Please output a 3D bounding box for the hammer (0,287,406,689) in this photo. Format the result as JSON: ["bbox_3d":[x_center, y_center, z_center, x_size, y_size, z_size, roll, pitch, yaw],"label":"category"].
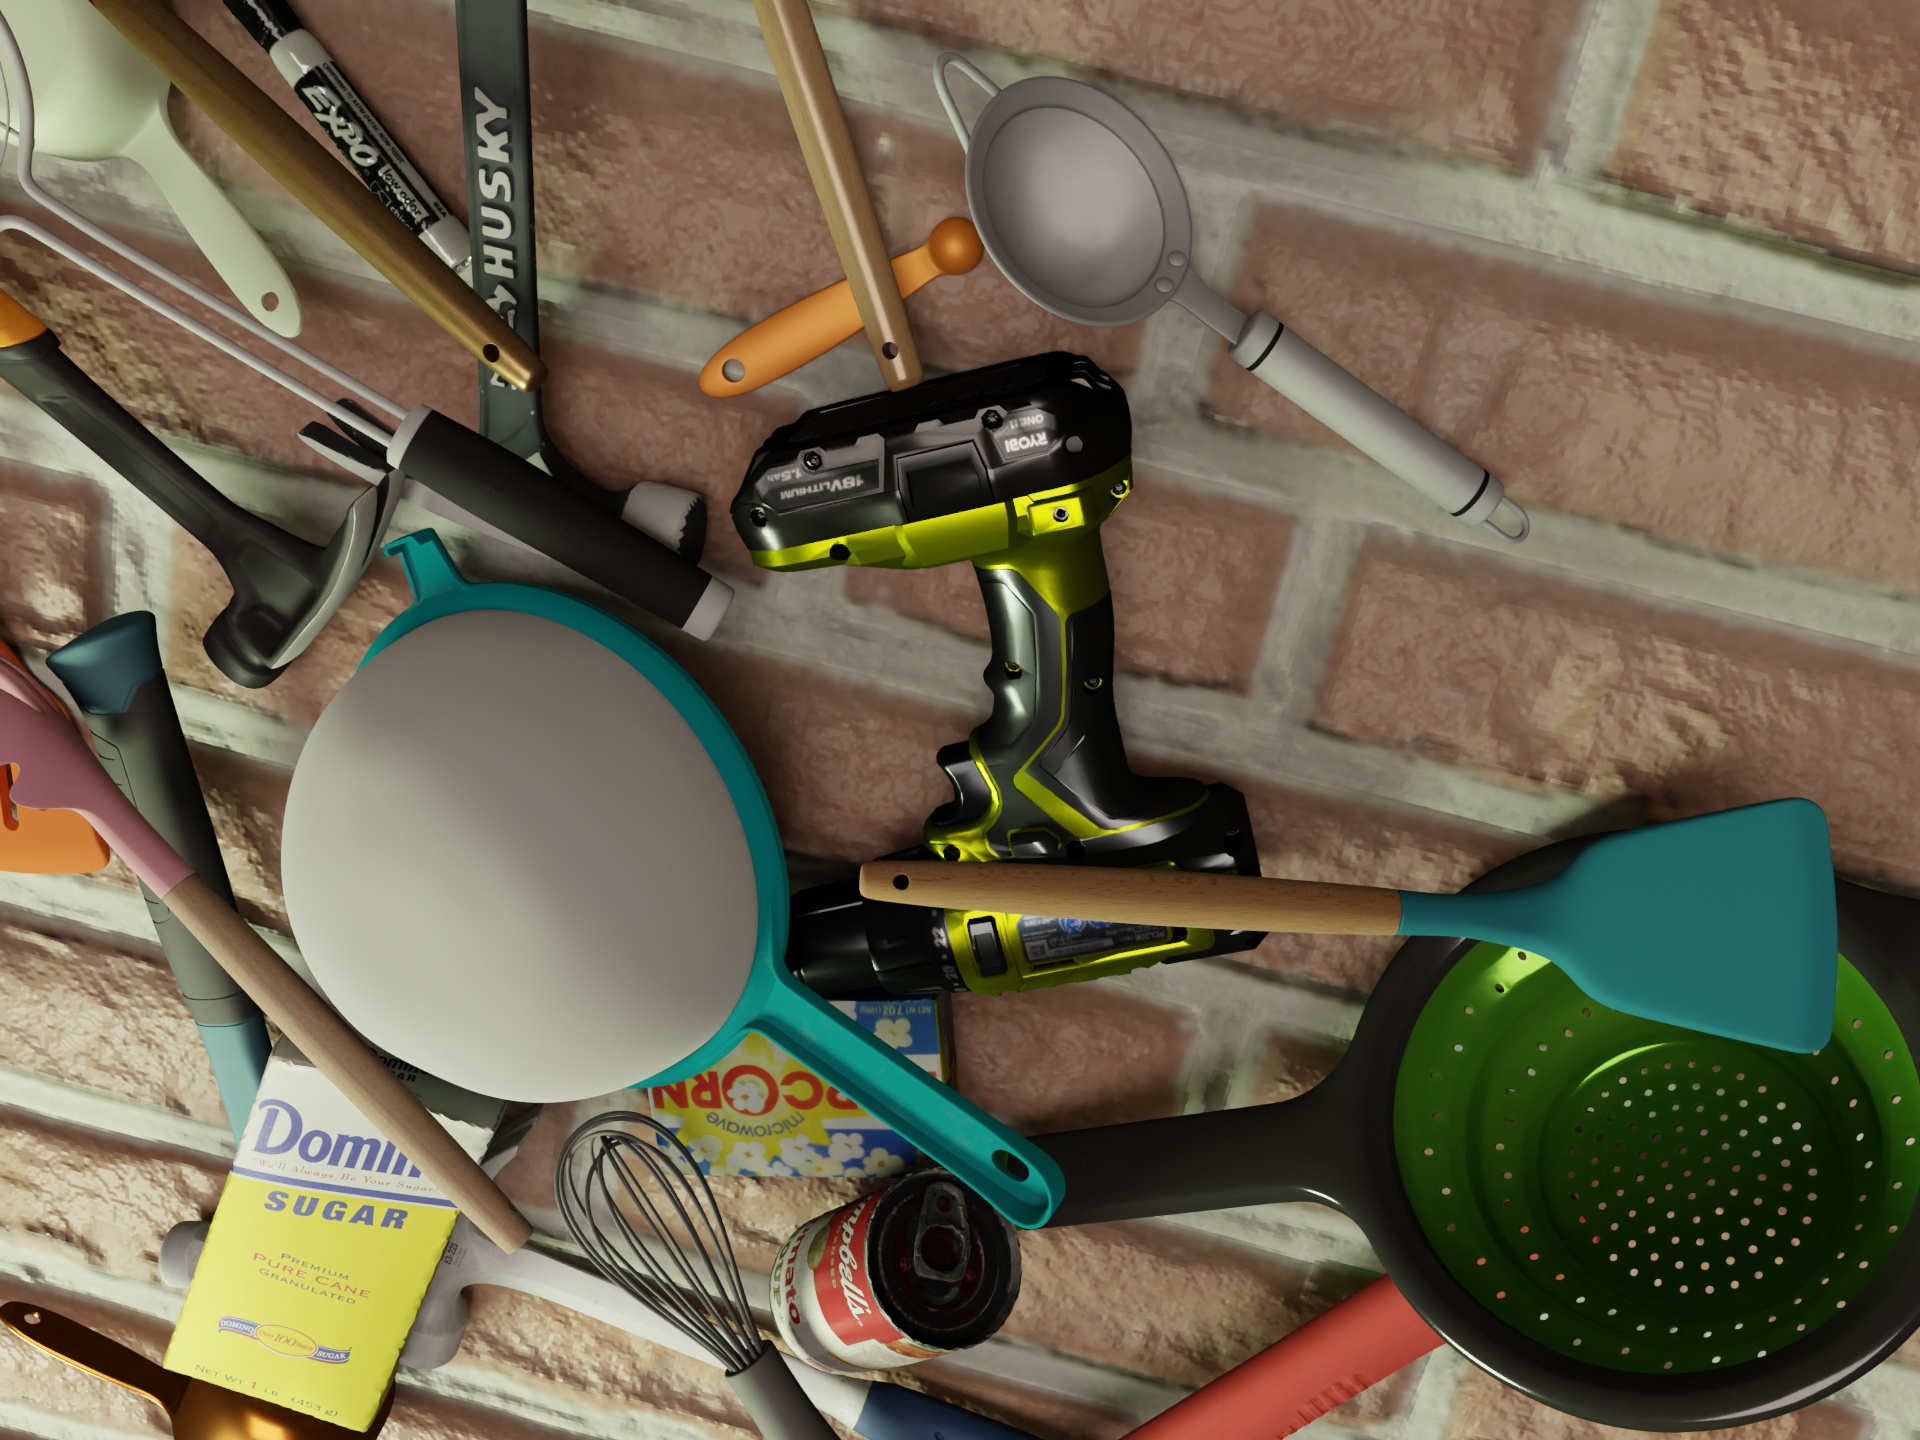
[{"bbox_3d":[-0.353,-0.154,0.556,0.336,0.034,0.127,42,128,-14],"label":"hammer"}]

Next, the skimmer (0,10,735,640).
[{"bbox_3d":[-0.234,-0.119,0.496,0.363,0.090,0.127,31,97,-13],"label":"skimmer"}]

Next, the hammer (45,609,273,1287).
[{"bbox_3d":[-0.313,0.111,0.667,0.128,0.033,0.330,-1,116,7],"label":"hammer"}]

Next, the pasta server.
[{"bbox_3d":[-0.276,0.086,0.590,0.040,0.060,0.316,-41,97,3],"label":"pasta server"}]

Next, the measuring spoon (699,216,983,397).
[{"bbox_3d":[-0.045,-0.144,0.565,0.117,0.011,0.021,-25,105,15],"label":"measuring spoon"}]

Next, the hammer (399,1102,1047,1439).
[{"bbox_3d":[-0.052,0.300,0.715,0.405,0.035,0.144,23,111,-1],"label":"hammer"}]

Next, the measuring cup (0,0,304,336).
[{"bbox_3d":[-0.289,-0.199,0.547,0.083,0.038,0.167,-39,89,16],"label":"measuring cup"}]

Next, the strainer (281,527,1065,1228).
[{"bbox_3d":[-0.122,0.094,0.566,0.340,0.095,0.211,32,120,14],"label":"strainer"}]

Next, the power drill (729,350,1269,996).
[{"bbox_3d":[-0.001,-0.002,0.578,0.190,0.080,0.228,-11,111,10],"label":"power drill"}]

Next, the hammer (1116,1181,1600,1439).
[{"bbox_3d":[0.100,0.291,0.665,0.359,0.037,0.149,-36,99,10],"label":"hammer"}]

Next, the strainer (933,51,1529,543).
[{"bbox_3d":[0.091,-0.131,0.538,0.258,0.050,0.087,32,67,-10],"label":"strainer"}]

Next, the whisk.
[{"bbox_3d":[-0.087,0.260,0.640,0.055,0.055,0.239,-32,94,17],"label":"whisk"}]

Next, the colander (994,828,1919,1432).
[{"bbox_3d":[0.180,0.169,0.606,0.397,0.205,0.094,-16,143,29],"label":"colander"}]

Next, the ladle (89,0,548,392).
[{"bbox_3d":[-0.248,-0.211,0.502,0.315,0.031,0.069,42,117,2],"label":"ladle"}]

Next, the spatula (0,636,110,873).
[{"bbox_3d":[-0.403,-0.072,0.596,0.081,0.041,0.322,3,129,6],"label":"spatula"}]

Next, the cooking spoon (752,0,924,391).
[{"bbox_3d":[-0.069,-0.262,0.514,0.069,0.017,0.318,-16,103,12],"label":"cooking spoon"}]

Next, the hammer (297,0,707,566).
[{"bbox_3d":[-0.146,-0.229,0.479,0.149,0.036,0.408,13,128,6],"label":"hammer"}]

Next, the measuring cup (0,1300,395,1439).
[{"bbox_3d":[-0.337,0.284,0.712,0.173,0.095,0.052,31,103,-12],"label":"measuring cup"}]

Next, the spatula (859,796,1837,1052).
[{"bbox_3d":[0.124,0.061,0.536,0.317,0.044,0.082,3,82,2],"label":"spatula"}]
